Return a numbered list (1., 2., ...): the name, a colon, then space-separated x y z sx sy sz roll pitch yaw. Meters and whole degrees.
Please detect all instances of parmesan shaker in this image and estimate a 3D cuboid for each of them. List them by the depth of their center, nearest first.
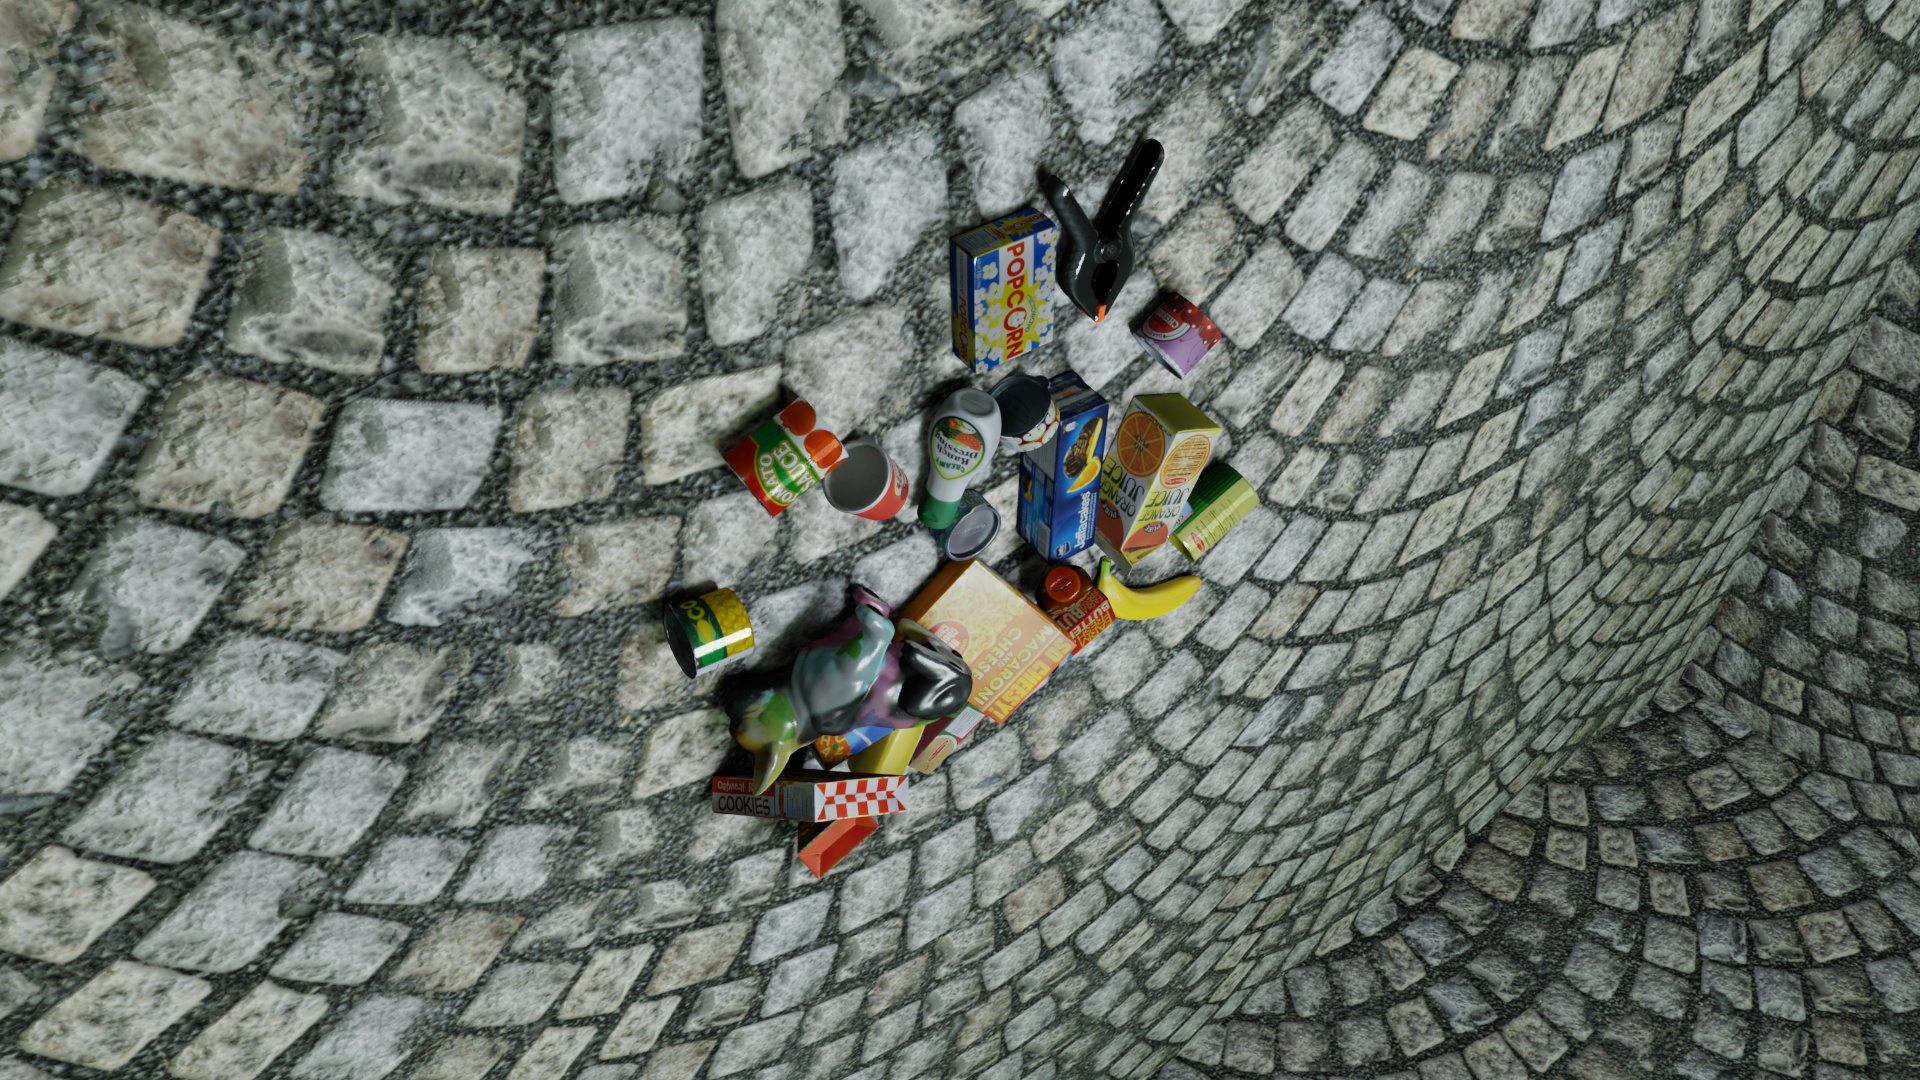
1. parmesan shaker: 0.285 -0.032 1.598 0.103 0.071 0.071 -42 145 -3

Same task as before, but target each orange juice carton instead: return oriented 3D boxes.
1. orange juice carton: 0.195 -0.057 1.481 0.073 0.072 0.191 -7 131 -39

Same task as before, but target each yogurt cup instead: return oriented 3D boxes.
1. yogurt cup: -0.081 -0.050 1.232 0.072 0.072 0.054 -47 152 6

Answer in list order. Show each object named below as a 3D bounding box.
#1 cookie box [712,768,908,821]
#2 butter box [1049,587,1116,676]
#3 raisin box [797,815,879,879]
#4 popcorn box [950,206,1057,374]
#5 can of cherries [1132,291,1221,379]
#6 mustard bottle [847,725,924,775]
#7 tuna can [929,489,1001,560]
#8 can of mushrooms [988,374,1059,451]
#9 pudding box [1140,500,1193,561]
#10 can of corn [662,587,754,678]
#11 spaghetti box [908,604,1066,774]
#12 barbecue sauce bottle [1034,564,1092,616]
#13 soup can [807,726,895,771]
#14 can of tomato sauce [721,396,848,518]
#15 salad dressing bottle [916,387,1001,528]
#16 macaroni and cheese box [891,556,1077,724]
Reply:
1. cookie box: -0.154 0.258 1.407 0.123 0.167 0.040 4 82 -46
2. butter box: 0.127 0.103 1.571 0.103 0.024 0.053 -40 146 -7
3. raisin box: -0.134 0.311 1.516 0.086 0.040 0.123 -41 -173 -3
4. popcorn box: 0.037 -0.214 1.196 0.085 0.038 0.126 -27 142 -22
5. can of cherries: 0.210 -0.201 1.352 0.058 0.072 0.071 -47 144 6
6. mustard bottle: -0.067 0.194 1.499 0.049 0.065 0.159 11 115 -44
7. tuna can: 0.005 -0.017 1.374 0.071 0.033 0.070 -26 141 -23
8. can of mushrooms: 0.059 -0.119 1.291 0.071 0.071 0.033 -42 145 -1
9. pudding box: 0.212 -0.024 1.551 0.084 0.050 0.030 -43 143 -1
10. can of corn: -0.223 0.079 1.229 0.058 0.071 0.070 -22 140 -27
11. spaghetti box: 0.030 0.168 1.593 0.250 0.029 0.050 -46 144 5
12. barbecue sauce bottle: 0.110 0.051 1.483 0.065 0.044 0.148 -30 172 1
13. soup can: -0.121 0.188 1.438 0.084 0.071 0.071 -30 143 -16
14. can of tomato sauce: -0.143 -0.068 1.147 0.083 0.071 0.071 -39 144 -5
15. salad dressing bottle: -0.006 -0.073 1.287 0.044 0.064 0.146 -57 171 -46
16. macaroni and cheese box: 0.023 0.101 1.456 0.123 0.040 0.166 -47 121 6
